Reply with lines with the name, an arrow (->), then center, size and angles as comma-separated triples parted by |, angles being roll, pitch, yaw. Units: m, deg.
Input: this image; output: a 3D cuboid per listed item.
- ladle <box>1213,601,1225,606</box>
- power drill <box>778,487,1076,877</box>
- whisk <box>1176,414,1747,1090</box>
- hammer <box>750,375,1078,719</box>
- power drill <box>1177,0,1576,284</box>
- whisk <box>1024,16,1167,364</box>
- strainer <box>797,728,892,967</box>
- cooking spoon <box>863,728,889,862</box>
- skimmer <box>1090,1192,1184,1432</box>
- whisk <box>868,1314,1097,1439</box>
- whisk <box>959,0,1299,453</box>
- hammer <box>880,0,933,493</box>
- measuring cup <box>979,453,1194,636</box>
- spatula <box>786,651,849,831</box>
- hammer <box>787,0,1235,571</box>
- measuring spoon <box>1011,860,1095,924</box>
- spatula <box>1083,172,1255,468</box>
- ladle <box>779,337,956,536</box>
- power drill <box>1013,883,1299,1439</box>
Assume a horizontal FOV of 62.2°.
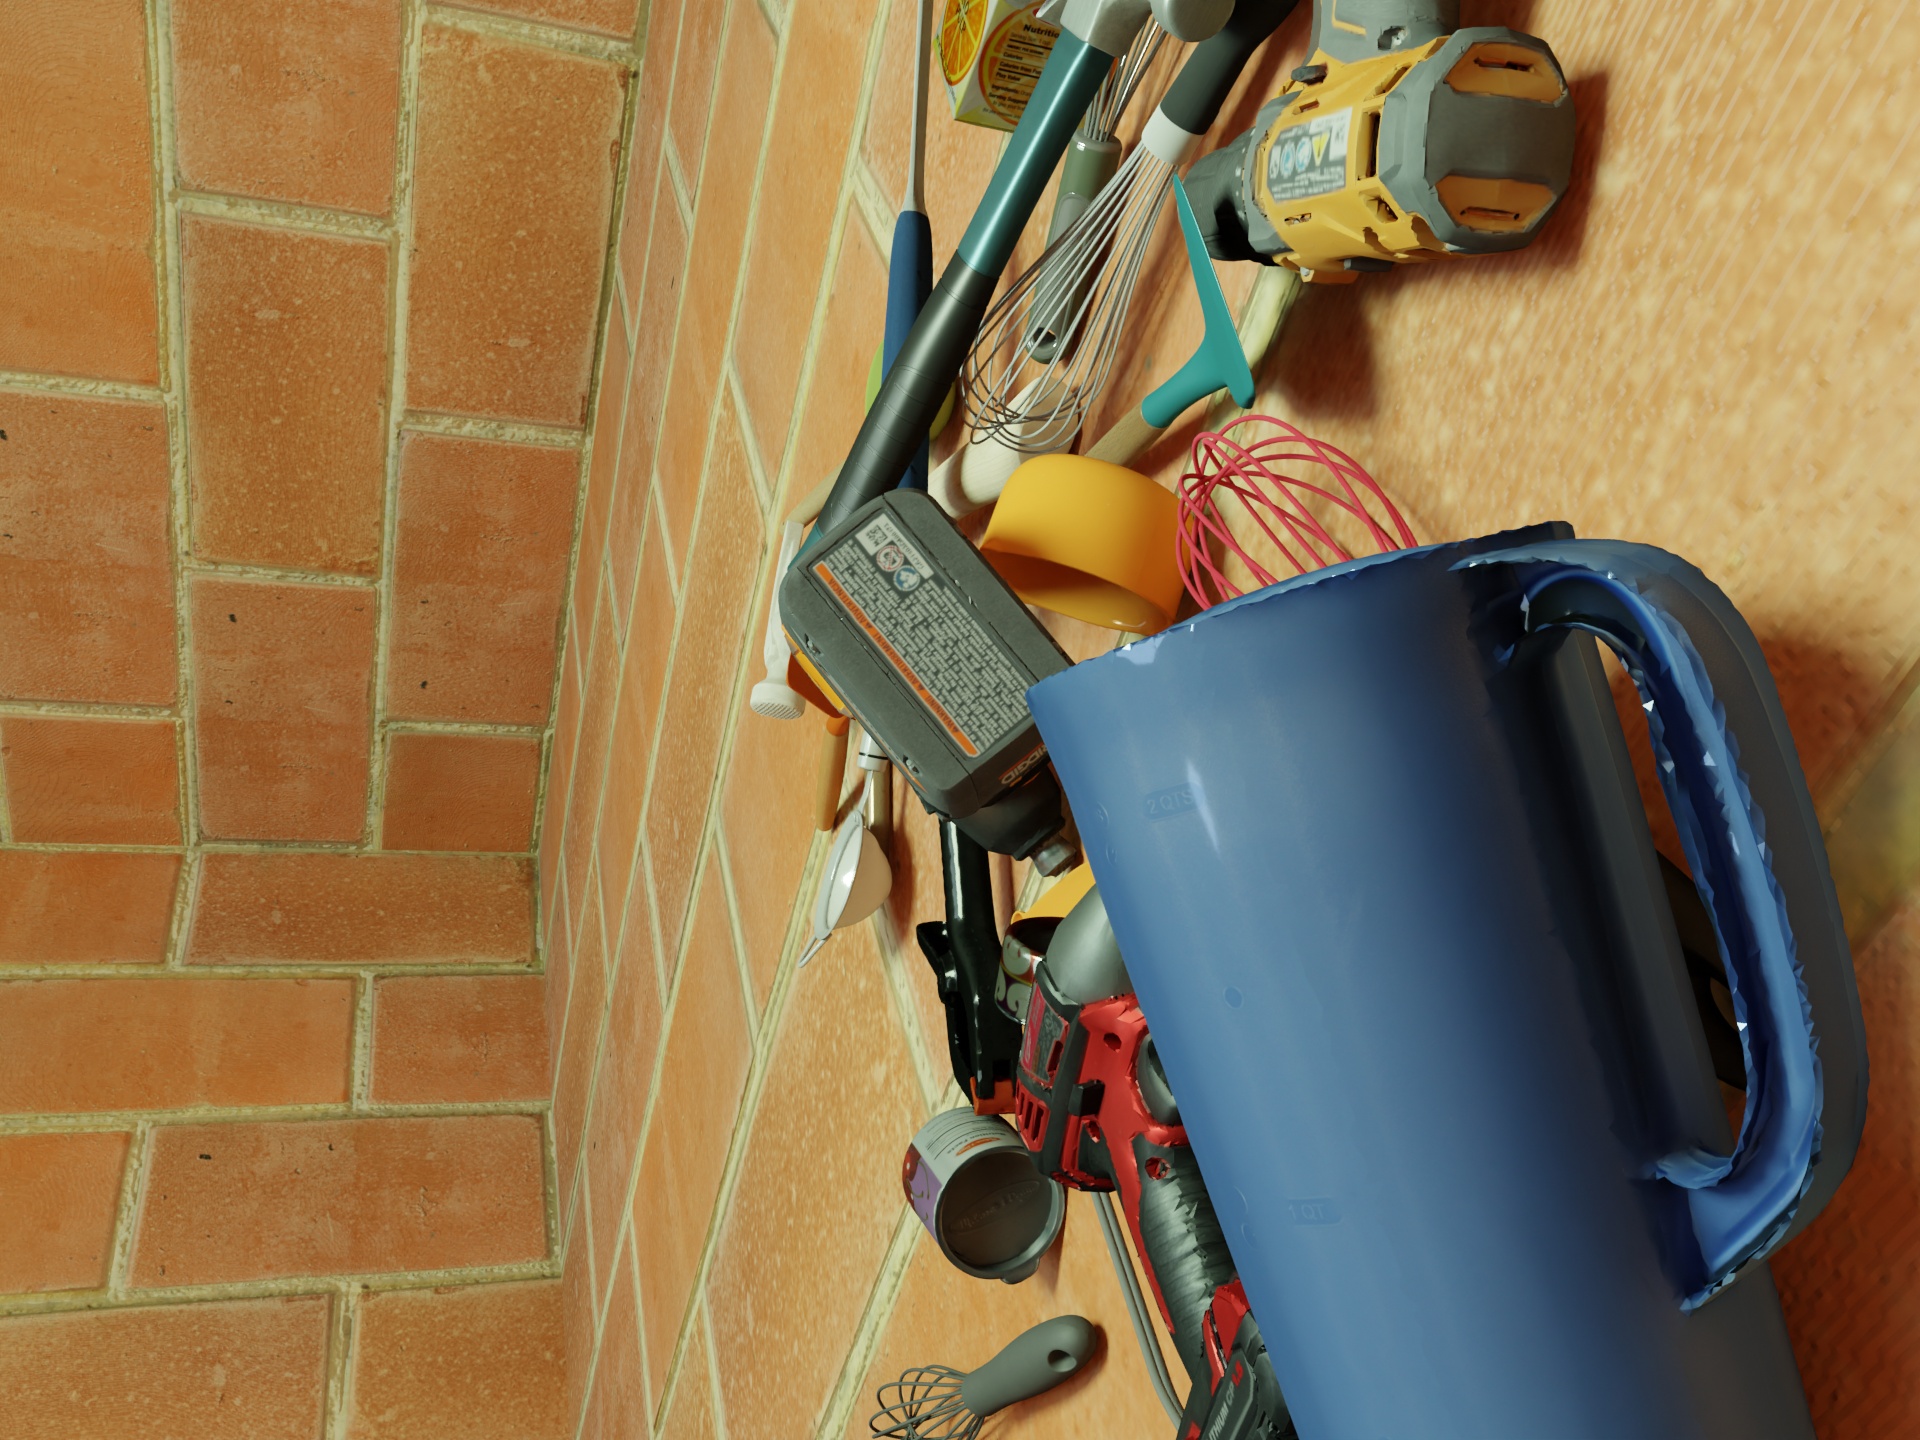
ladle -> 0.099, 0.108, 0.616 | 0.069, 0.031, 0.315 | 157, 113, -73
power drill -> -0.001, -0.002, 0.700 | 0.164, 0.084, 0.226 | 50, 175, 7
whisk -> 0.142, -0.006, 0.474 | 0.296, 0.073, 0.073 | -120, 38, -46
hammer -> -0.040, -0.118, 0.972 | 0.410, 0.038, 0.146 | -29, 50, 61
power drill -> 0.128, -0.258, 0.517 | 0.185, 0.084, 0.226 | -148, 59, -70
whisk -> 0.065, -0.277, 0.738 | 0.059, 0.058, 0.246 | -57, -15, -50
strainer -> -0.056, 0.035, 1.014 | 0.087, 0.050, 0.258 | -164, 85, -75
cooking spoon -> -0.057, -0.048, 1.079 | 0.069, 0.017, 0.319 | 156, 116, -62
skimmer -> 0.043, 0.243, 0.654 | 0.127, 0.090, 0.364 | 53, -168, -37
whisk -> 0.009, 0.336, 0.802 | 0.239, 0.055, 0.055 | 126, 143, -49
whisk -> 0.074, -0.223, 0.677 | 0.284, 0.070, 0.070 | -54, 37, 42
hammer -> -0.022, -0.280, 0.865 | 0.144, 0.035, 0.405 | 27, -115, -74
measuring cup -> 0.036, -0.079, 0.705 | 0.174, 0.095, 0.052 | 9, 77, 62
spatula -> -0.091, 0.010, 1.045 | 0.322, 0.041, 0.081 | 107, 177, -65
hammer -> 0.002, -0.188, 0.700 | 0.331, 0.033, 0.128 | -60, 36, 28
measuring spoon -> 0.053, 0.088, 0.773 | 0.117, 0.011, 0.021 | 135, 131, -57
spatula -> 0.065, -0.123, 0.686 | 0.317, 0.044, 0.082 | 142, 111, -71
ladle -> -0.082, -0.178, 1.079 | 0.320, 0.062, 0.078 | -23, 44, 65
power drill -> 0.081, 0.152, 0.532 | 0.220, 0.078, 0.143 | -120, 32, -52
